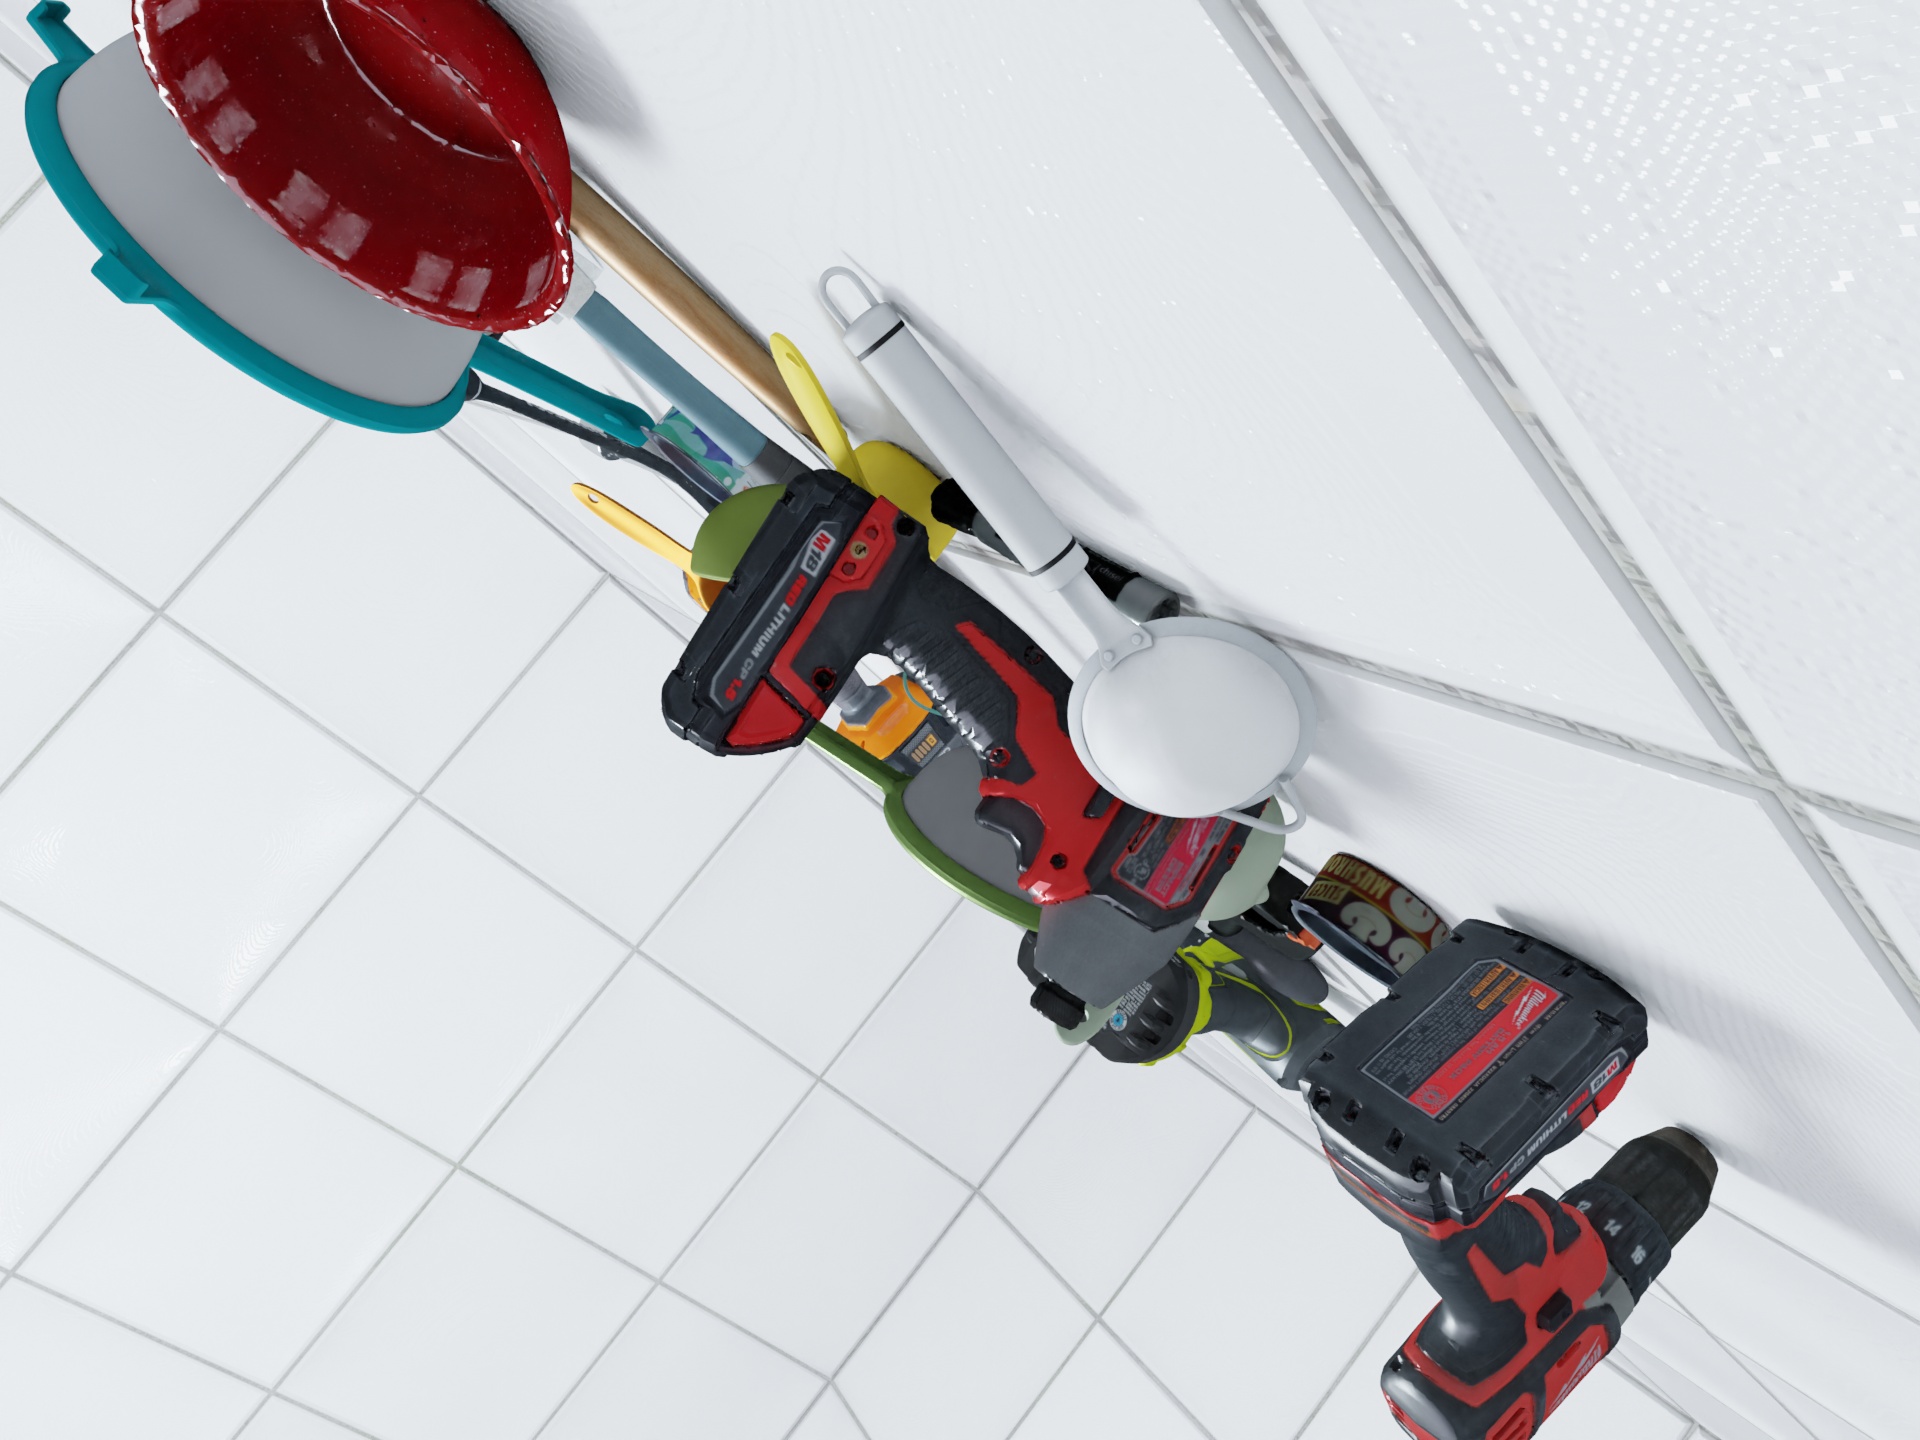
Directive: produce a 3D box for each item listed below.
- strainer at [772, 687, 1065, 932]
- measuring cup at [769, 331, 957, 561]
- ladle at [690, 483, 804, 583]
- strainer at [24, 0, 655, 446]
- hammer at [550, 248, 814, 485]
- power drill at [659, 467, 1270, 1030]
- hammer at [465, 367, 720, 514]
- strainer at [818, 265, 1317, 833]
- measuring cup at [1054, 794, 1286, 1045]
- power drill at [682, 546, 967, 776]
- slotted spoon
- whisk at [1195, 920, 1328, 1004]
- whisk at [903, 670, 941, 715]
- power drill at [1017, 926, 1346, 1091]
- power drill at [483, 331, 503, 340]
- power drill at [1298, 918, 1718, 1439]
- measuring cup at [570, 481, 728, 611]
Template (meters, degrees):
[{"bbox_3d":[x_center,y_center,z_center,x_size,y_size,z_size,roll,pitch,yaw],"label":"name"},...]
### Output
[{"bbox_3d":[-0.006,0.025,0.886,0.256,0.069,0.151,32,-163,9],"label":"strainer"},{"bbox_3d":[-0.037,-0.111,0.622,0.062,0.029,0.156,36,170,25],"label":"measuring cup"},{"bbox_3d":[-0.001,-0.002,0.757,0.319,0.062,0.078,43,167,-35],"label":"ladle"},{"bbox_3d":[-0.245,-0.221,0.749,0.340,0.095,0.211,21,-146,-54],"label":"strainer"},{"bbox_3d":[-0.088,-0.118,0.748,0.330,0.033,0.128,40,-176,-28],"label":"hammer"},{"bbox_3d":[0.003,0.013,0.610,0.219,0.143,0.078,31,178,-3],"label":"power drill"},{"bbox_3d":[-0.262,-0.178,0.871,0.149,0.036,0.408,33,-172,22],"label":"hammer"},{"bbox_3d":[0.036,-0.044,0.531,0.258,0.087,0.050,50,-150,-14],"label":"strainer"},{"bbox_3d":[0.084,0.070,0.666,0.083,0.168,0.038,32,135,10],"label":"measuring cup"},{"bbox_3d":[-0.097,-0.044,1.155,0.226,0.084,0.164,46,171,-21],"label":"power drill"},{"bbox_3d":[-0.159,-0.210,0.619,0.313,0.031,0.070,41,170,-26],"label":"slotted spoon"},{"bbox_3d":[0.133,0.107,1.024,0.284,0.070,0.070,36,174,-18],"label":"whisk"},{"bbox_3d":[0.051,0.004,0.838,0.245,0.051,0.047,30,163,38],"label":"whisk"},{"bbox_3d":[0.146,0.173,1.106,0.228,0.080,0.191,19,-162,-48],"label":"power drill"},{"bbox_3d":[-0.372,-0.303,0.940,0.223,0.080,0.171,40,175,-40],"label":"power drill"},{"bbox_3d":[0.239,0.188,0.655,0.080,0.188,0.226,30,151,50],"label":"power drill"},{"bbox_3d":[-0.139,-0.105,0.925,0.173,0.052,0.095,31,144,-6],"label":"measuring cup"}]
